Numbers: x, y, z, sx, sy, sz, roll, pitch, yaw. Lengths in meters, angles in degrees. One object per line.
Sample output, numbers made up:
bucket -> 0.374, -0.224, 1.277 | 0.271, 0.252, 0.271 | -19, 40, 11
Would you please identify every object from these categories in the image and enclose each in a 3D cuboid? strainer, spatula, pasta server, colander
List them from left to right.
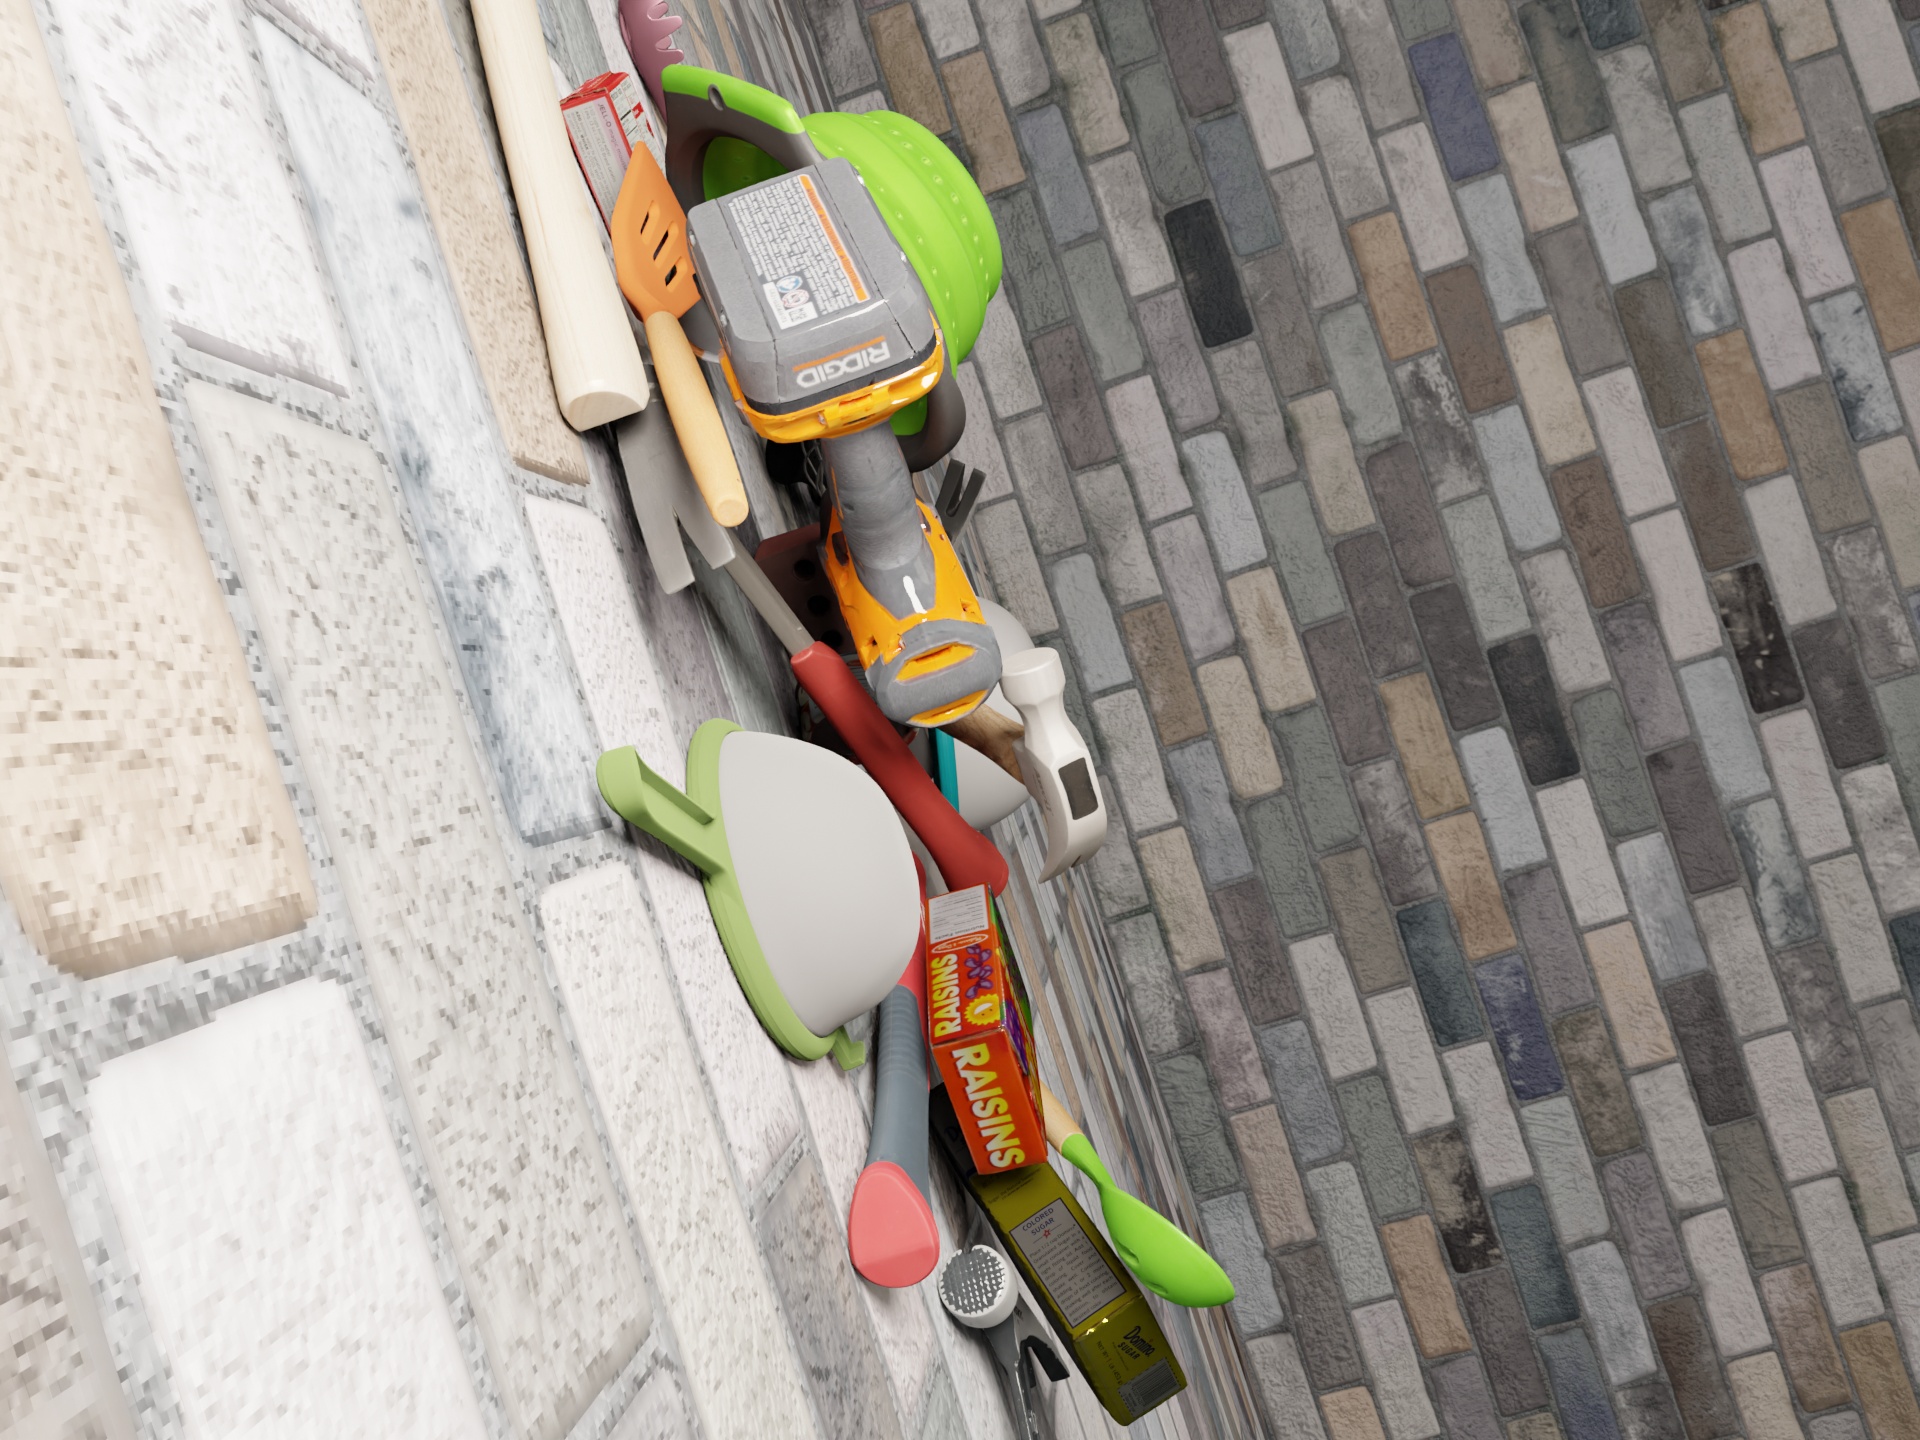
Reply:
spatula -> -0.115, -0.162, 0.671 | 0.323, 0.041, 0.080 | -117, -179, -53
pasta server -> -0.164, -0.357, 1.095 | 0.060, 0.040, 0.315 | -120, -173, -54
strainer -> -0.066, 0.047, 0.626 | 0.256, 0.069, 0.152 | 60, 14, -70
colander -> -0.026, -0.180, 0.852 | 0.205, 0.094, 0.396 | 34, -23, 39
strainer -> 0.019, -0.014, 1.293 | 0.340, 0.095, 0.211 | -114, -162, -86

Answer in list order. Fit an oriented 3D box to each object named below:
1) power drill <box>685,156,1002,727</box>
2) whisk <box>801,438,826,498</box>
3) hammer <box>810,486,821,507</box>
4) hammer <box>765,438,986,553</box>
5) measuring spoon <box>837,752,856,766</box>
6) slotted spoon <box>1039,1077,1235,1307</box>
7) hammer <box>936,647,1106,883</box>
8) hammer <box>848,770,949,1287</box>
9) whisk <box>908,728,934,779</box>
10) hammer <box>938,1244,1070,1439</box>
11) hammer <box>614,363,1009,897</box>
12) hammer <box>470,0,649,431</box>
power drill -> -0.048, -0.123, 0.701 | 0.226, 0.084, 0.164 | 74, -5, -50
whisk -> -0.071, -0.129, 1.076 | 0.059, 0.058, 0.246 | -61, 168, -21
hammer -> -0.122, -0.302, 1.269 | 0.127, 0.034, 0.337 | 86, -6, -59
hammer -> -0.063, -0.163, 1.175 | 0.035, 0.146, 0.334 | 27, 0, 18
measuring spoon -> -0.072, 0.004, 0.953 | 0.129, 0.021, 0.042 | -86, 155, -61
slotted spoon -> 0.050, 0.210, 0.824 | 0.070, 0.031, 0.314 | 54, -8, -23
hammer -> -0.001, -0.003, 0.896 | 0.331, 0.031, 0.130 | 32, -37, 66
hammer -> -0.024, 0.160, 0.822 | 0.387, 0.038, 0.143 | -93, 165, -68
whisk -> -0.054, -0.032, 1.109 | 0.238, 0.055, 0.055 | 72, 4, -47
hammer -> 0.058, 0.454, 0.708 | 0.149, 0.036, 0.409 | 65, 9, -52
hammer -> -0.055, -0.005, 0.769 | 0.358, 0.036, 0.149 | 56, 6, -45
hammer -> -0.198, -0.314, 0.669 | 0.146, 0.038, 0.411 | 46, 26, -73
